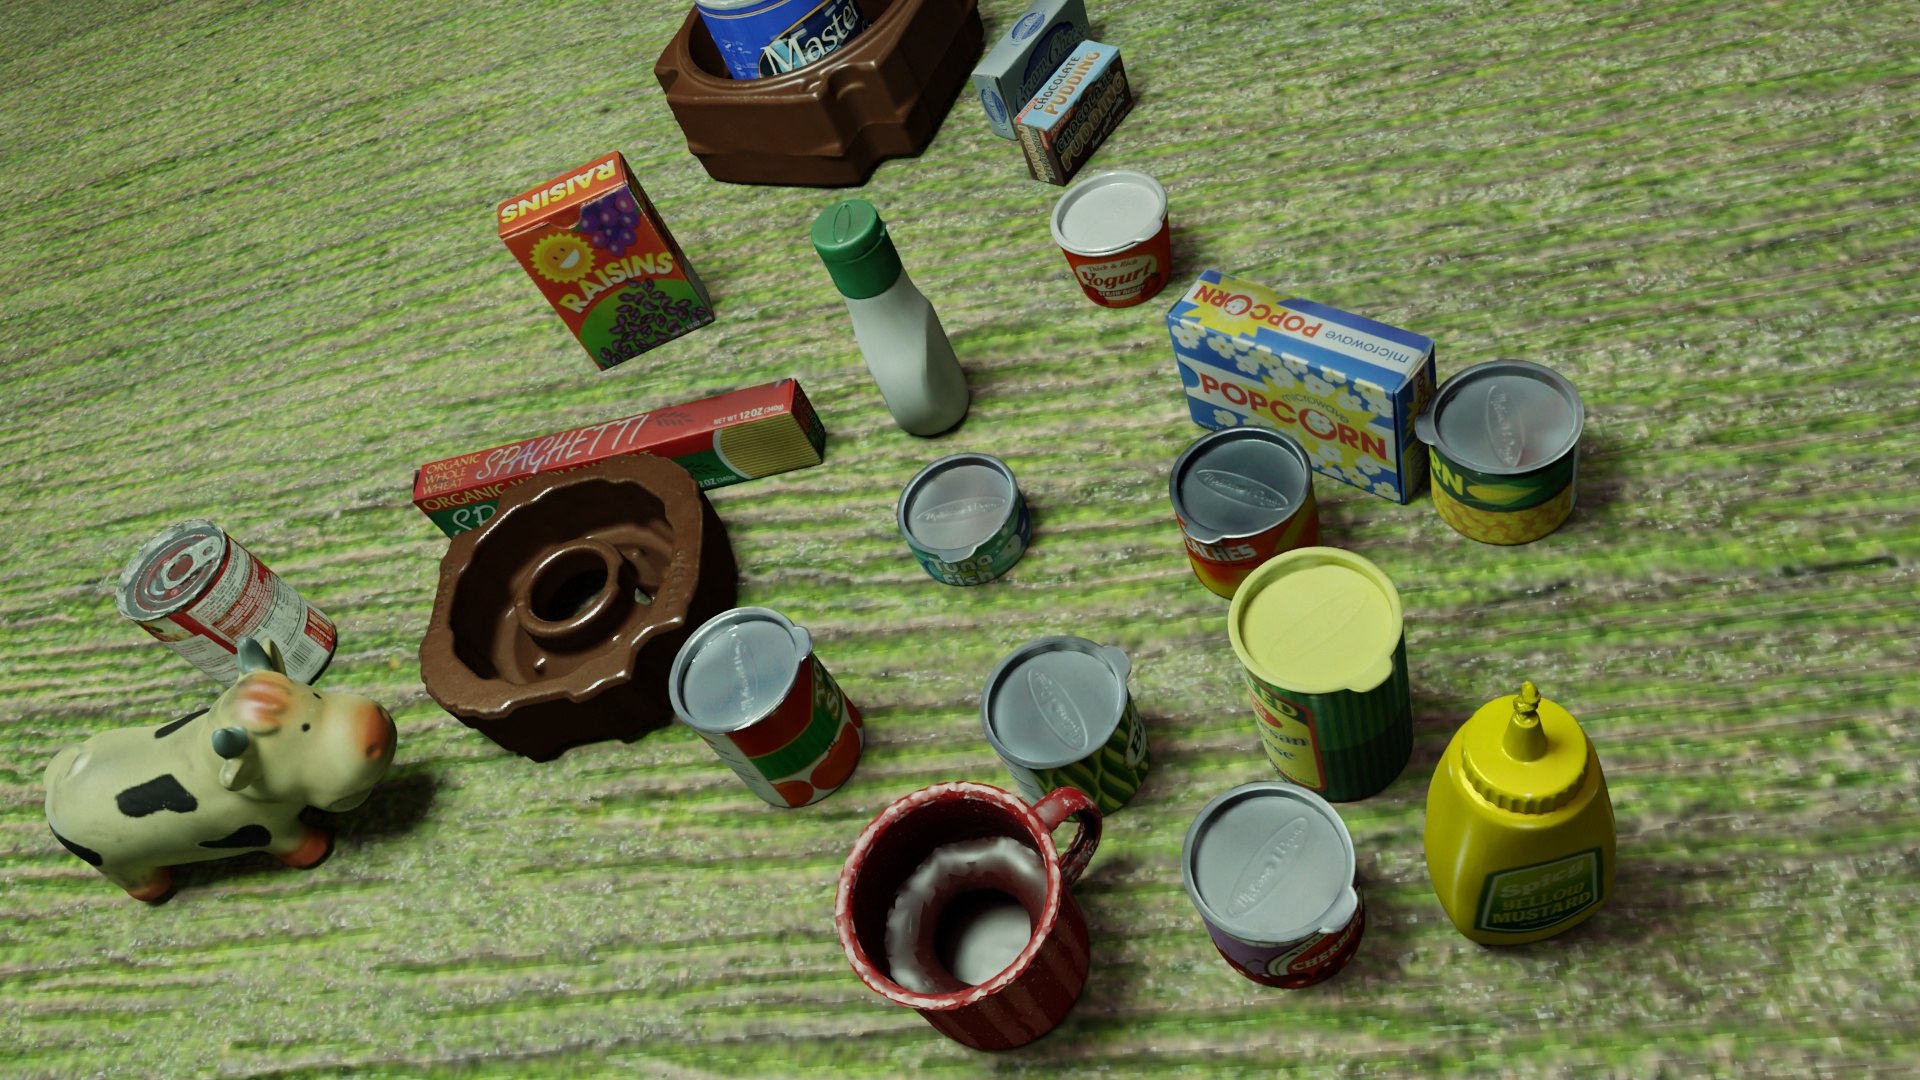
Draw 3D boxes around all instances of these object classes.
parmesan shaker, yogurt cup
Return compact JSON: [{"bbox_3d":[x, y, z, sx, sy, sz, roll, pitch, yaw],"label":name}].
[{"bbox_3d":[0.153,0.060,0.575,0.071,0.102,0.071,-10,52,14],"label":"parmesan shaker"},{"bbox_3d":[0.091,-0.173,0.806,0.072,0.053,0.073,-10,52,14],"label":"yogurt cup"}]

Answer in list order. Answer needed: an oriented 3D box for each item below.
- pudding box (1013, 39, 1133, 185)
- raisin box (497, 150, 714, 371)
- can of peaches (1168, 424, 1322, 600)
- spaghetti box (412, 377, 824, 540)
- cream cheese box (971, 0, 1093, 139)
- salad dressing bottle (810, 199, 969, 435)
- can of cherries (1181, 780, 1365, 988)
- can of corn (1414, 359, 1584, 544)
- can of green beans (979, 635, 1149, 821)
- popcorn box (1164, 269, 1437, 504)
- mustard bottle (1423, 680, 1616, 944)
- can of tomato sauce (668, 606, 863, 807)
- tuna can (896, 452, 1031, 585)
[{"bbox_3d":[0.073,-0.275,0.892,0.030,0.049,0.084,25,67,34],"label":"pudding box"},{"bbox_3d":[-0.223,-0.175,0.883,0.086,0.123,0.040,-23,50,4],"label":"raisin box"},{"bbox_3d":[0.136,-0.011,0.664,0.071,0.057,0.071,-10,52,14],"label":"can of peaches"},{"bbox_3d":[-0.205,-0.045,0.826,0.250,0.050,0.029,-12,52,13],"label":"spaghetti box"},{"bbox_3d":[0.051,-0.324,0.935,0.024,0.053,0.104,22,65,33],"label":"cream cheese box"},{"bbox_3d":[-0.037,-0.119,0.753,0.044,0.147,0.064,-8,53,16],"label":"salad dressing bottle"},{"bbox_3d":[0.128,0.140,0.554,0.071,0.058,0.072,-10,52,14],"label":"can of cherries"},{"bbox_3d":[0.249,-0.040,0.643,0.071,0.058,0.071,-10,52,14],"label":"can of corn"},{"bbox_3d":[0.048,0.085,0.626,0.071,0.057,0.071,-10,52,14],"label":"can of green beans"},{"bbox_3d":[0.169,-0.076,0.683,0.127,0.085,0.038,27,68,34],"label":"popcorn box"},{"bbox_3d":[0.199,0.096,0.494,0.065,0.159,0.049,-18,51,8],"label":"mustard bottle"},{"bbox_3d":[-0.089,0.080,0.666,0.071,0.082,0.071,-10,52,14],"label":"can of tomato sauce"},{"bbox_3d":[0.003,-0.009,0.731,0.071,0.032,0.071,-10,52,14],"label":"tuna can"}]
